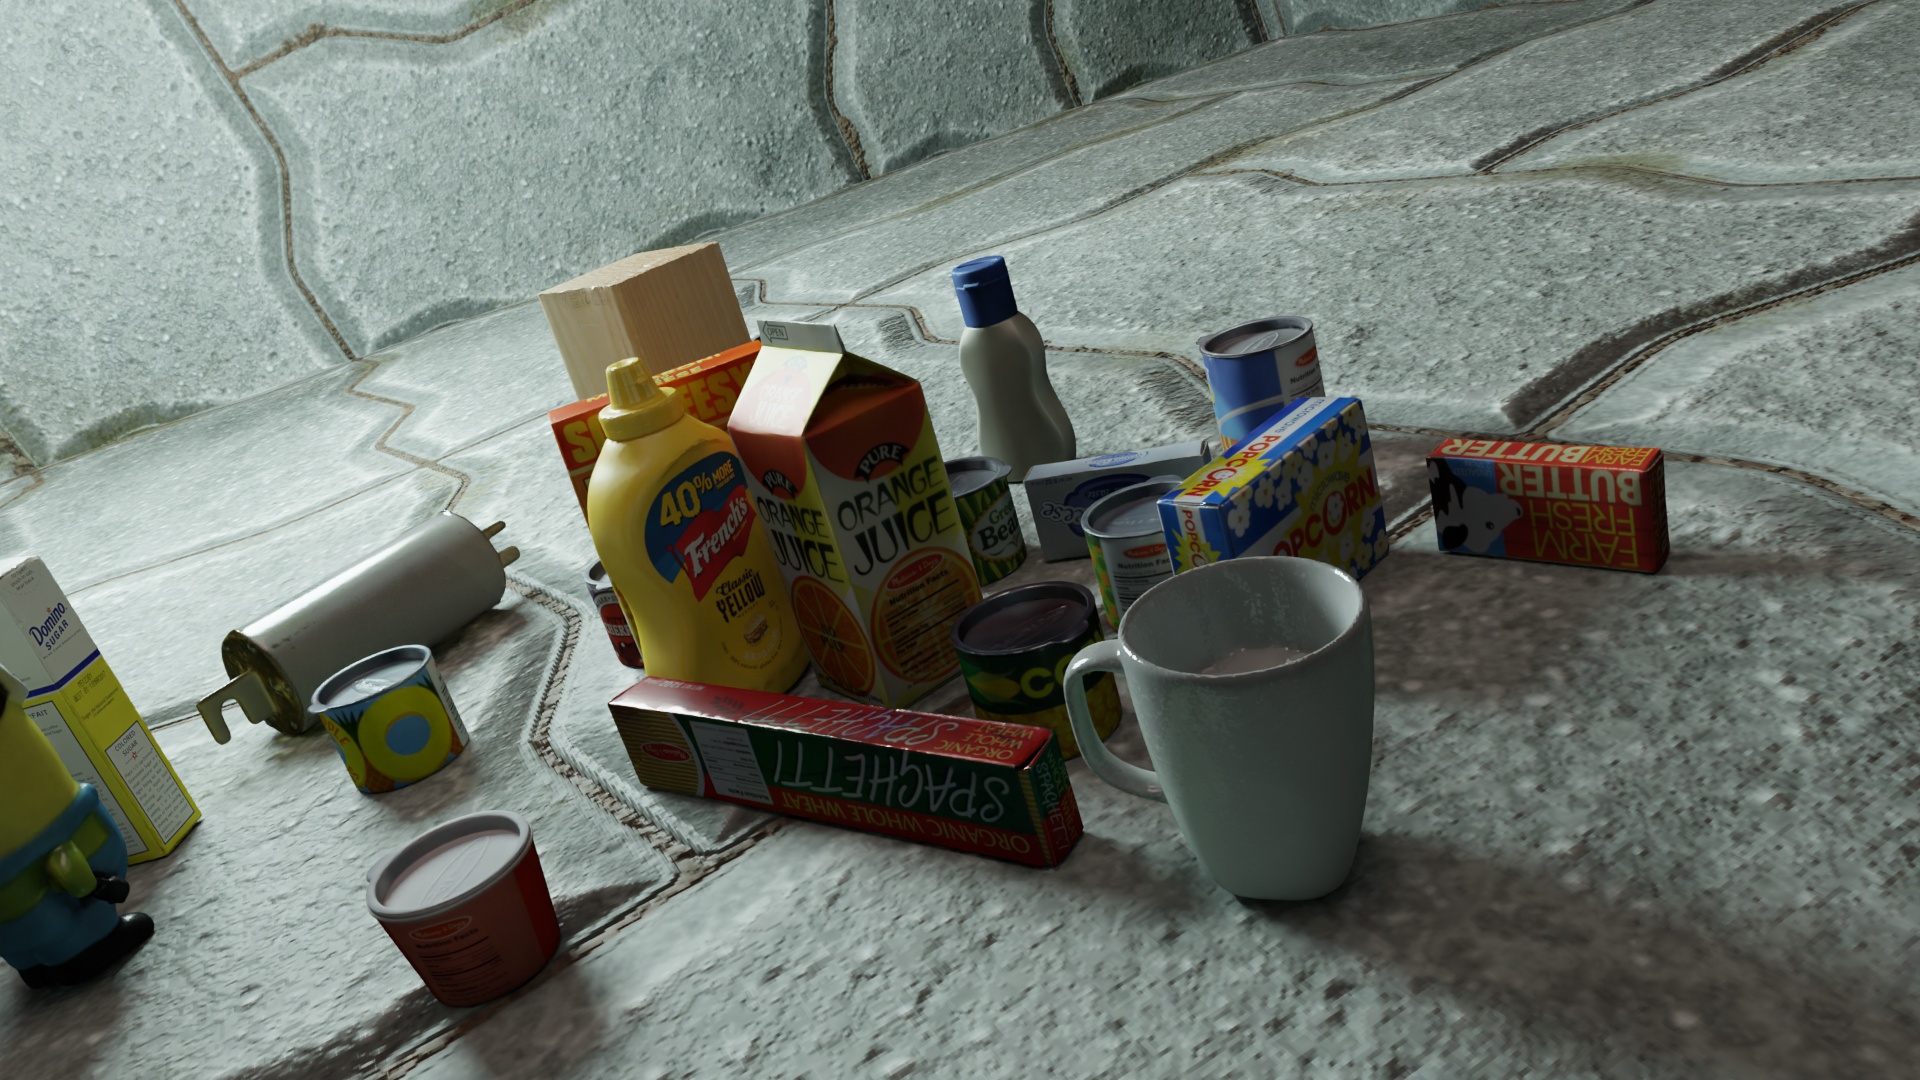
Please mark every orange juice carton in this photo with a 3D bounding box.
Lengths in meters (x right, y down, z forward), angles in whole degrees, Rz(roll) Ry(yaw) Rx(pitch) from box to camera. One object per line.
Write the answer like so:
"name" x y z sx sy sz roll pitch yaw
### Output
"orange juice carton" -0.053 -0.019 0.690 0.073 0.192 0.072 -30 25 -30

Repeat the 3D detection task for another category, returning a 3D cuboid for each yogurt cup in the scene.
"yogurt cup" -0.200 0.152 0.570 0.072 0.053 0.073 -14 22 6

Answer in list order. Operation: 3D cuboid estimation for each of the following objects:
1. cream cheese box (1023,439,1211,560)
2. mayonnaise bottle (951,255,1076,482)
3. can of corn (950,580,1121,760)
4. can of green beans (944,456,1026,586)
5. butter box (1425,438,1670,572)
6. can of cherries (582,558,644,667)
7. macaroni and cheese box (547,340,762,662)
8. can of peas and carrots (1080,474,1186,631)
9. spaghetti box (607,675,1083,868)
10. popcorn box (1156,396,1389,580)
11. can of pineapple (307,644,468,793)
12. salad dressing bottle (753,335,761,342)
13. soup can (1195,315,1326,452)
"cream cheese box" 0.092 -0.022 0.783 0.104 0.053 0.024 -8 23 20
"mayonnaise bottle" 0.031 -0.113 0.920 0.064 0.147 0.041 -6 23 25
"can of corn" 0.036 0.059 0.620 0.071 0.058 0.071 -14 21 6
"can of green beans" 0.001 -0.010 0.814 0.071 0.057 0.071 -14 21 6
"butter box" 0.272 -0.017 0.645 0.103 0.053 0.024 7 32 46
"can of cherries" -0.186 0.037 0.834 0.071 0.058 0.072 -14 21 6
"macaroni and cheese box" -0.142 -0.013 0.778 0.124 0.165 0.040 -21 22 -12
"can of peas and carrots" 0.100 0.007 0.699 0.071 0.058 0.071 -14 21 6
"spaghetti box" -0.059 0.097 0.608 0.250 0.050 0.029 2 28 38
"popcorn box" 0.152 -0.007 0.660 0.038 0.085 0.127 7 31 46
"can of pineapple" -0.319 0.100 0.776 0.071 0.057 0.071 -14 21 6
"salad dressing bottle" -0.092 -0.064 0.890 0.064 0.147 0.044 -12 22 13
"soup can" 0.182 -0.084 0.828 0.071 0.083 0.071 -14 21 6
